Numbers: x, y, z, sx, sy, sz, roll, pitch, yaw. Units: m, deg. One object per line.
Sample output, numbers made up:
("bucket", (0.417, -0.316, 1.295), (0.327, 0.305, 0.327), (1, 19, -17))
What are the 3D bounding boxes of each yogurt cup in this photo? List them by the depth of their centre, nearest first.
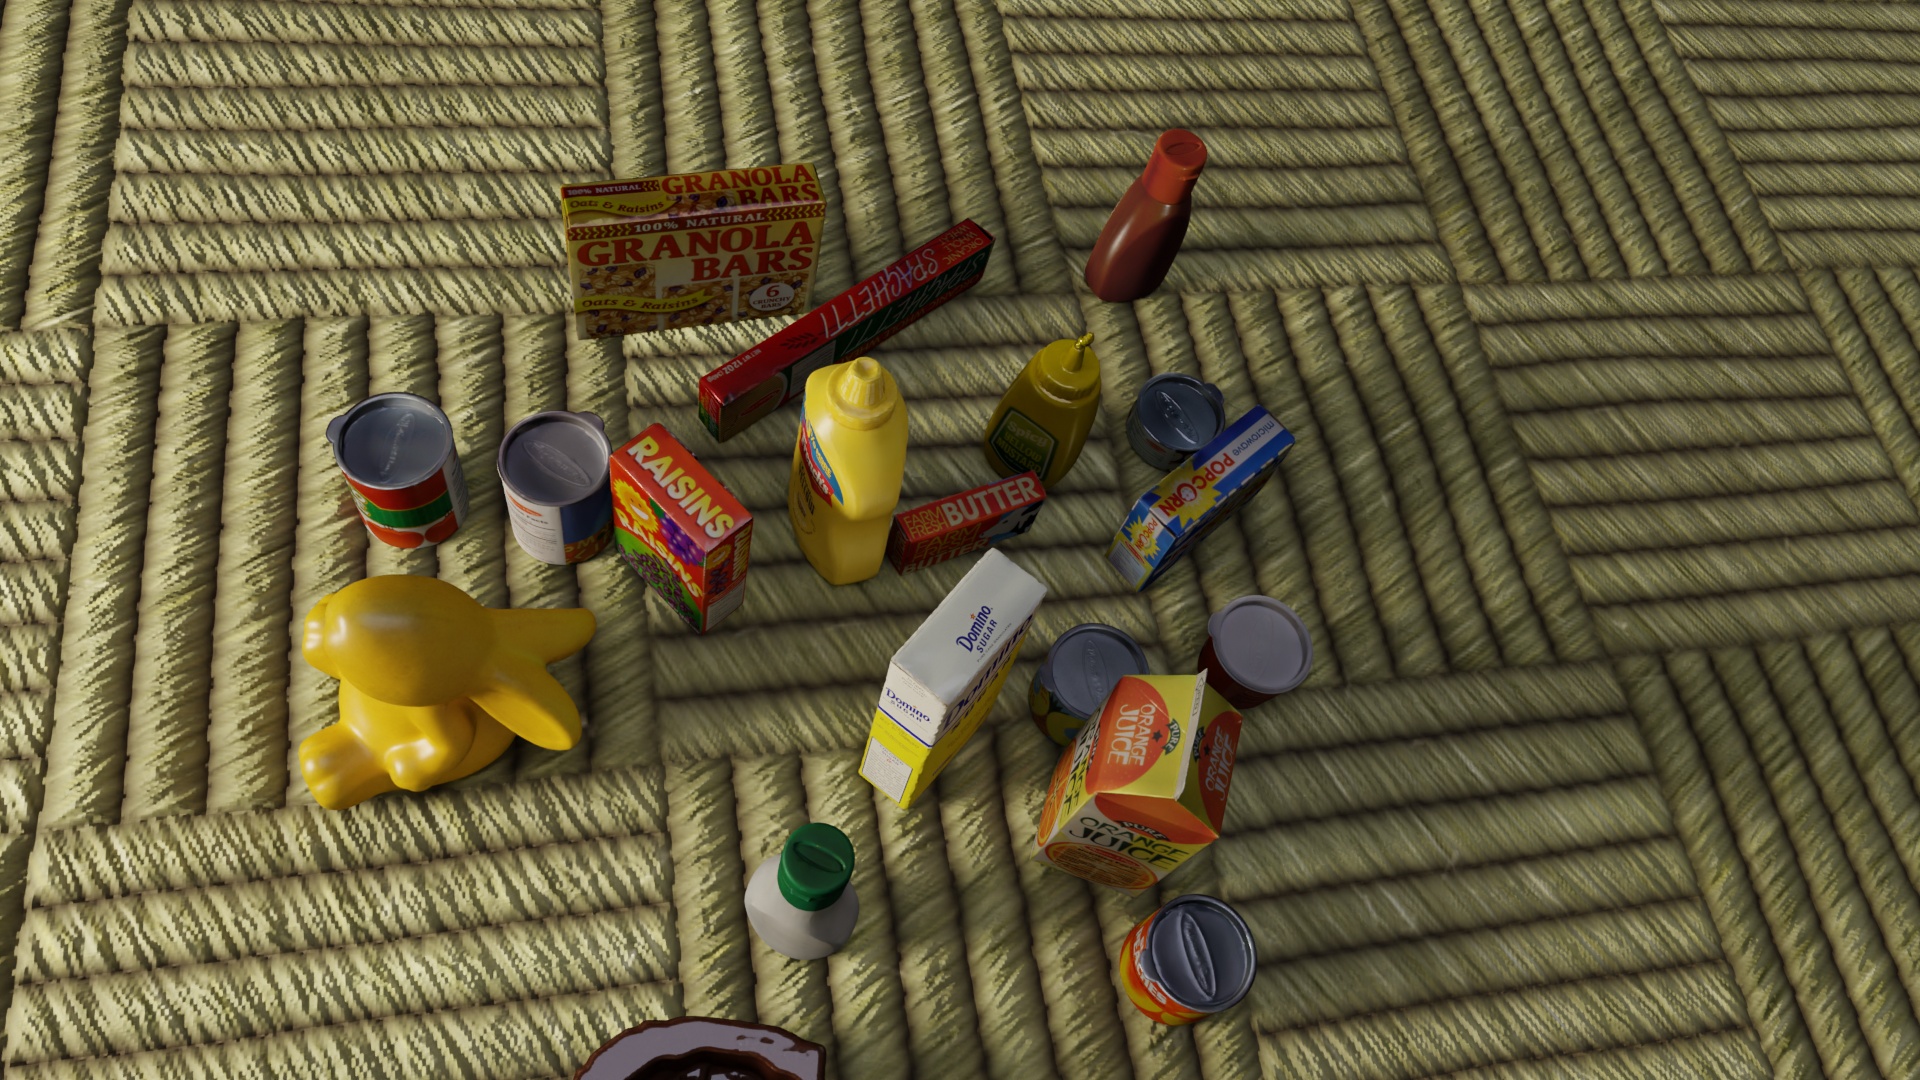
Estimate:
("yogurt cup", (0.191, 0.077, 0.915), (0.072, 0.053, 0.072), (5, 62, -9))

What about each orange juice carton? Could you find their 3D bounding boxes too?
("orange juice carton", (0.102, 0.137, 0.786), (0.073, 0.191, 0.072), (20, 61, -2))

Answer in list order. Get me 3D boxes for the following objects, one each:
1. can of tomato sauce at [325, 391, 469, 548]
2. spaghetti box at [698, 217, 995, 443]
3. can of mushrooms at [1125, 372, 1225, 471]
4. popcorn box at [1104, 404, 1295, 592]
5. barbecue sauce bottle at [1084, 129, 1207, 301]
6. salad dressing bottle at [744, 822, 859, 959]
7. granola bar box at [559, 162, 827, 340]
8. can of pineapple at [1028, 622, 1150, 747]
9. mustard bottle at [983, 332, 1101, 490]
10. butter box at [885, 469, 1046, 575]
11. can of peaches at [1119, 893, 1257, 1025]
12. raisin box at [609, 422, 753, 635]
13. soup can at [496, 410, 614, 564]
("can of tomato sauce", (-0.341, -0.041, 0.848), (0.071, 0.082, 0.071), (5, 63, -9))
("spaghetti box", (-0.077, -0.151, 0.979), (0.251, 0.050, 0.029), (-36, 76, -25))
("can of mushrooms", (0.157, -0.086, 1.004), (0.071, 0.033, 0.071), (5, 62, -9))
("popcorn box", (0.163, -0.029, 0.946), (0.127, 0.084, 0.038), (-37, 76, -25))
("barbecue sauce bottle", (0.139, -0.234, 1.011), (0.065, 0.147, 0.044), (-17, 68, -19))
("salad dressing bottle", (-0.082, 0.189, 0.747), (0.064, 0.147, 0.044), (26, 61, 2))
("granola bar box", (-0.180, -0.195, 0.937), (0.166, 0.123, 0.039), (-10, 66, -16))
("can of pineapple", (0.079, 0.093, 0.881), (0.071, 0.057, 0.071), (5, 62, -9))
("mustard bottle", (0.059, -0.090, 0.913), (0.065, 0.159, 0.049), (35, 62, 7))
("butter box", (0.003, -0.012, 0.922), (0.104, 0.053, 0.024), (-19, 69, -20))
("can of peaches", (0.130, 0.246, 0.813), (0.071, 0.057, 0.071), (5, 62, -9))
("raisin box", (-0.169, -0.005, 0.842), (0.086, 0.122, 0.040), (44, 64, 12))
("soup can", (-0.247, -0.033, 0.863), (0.071, 0.083, 0.071), (5, 63, -9))
